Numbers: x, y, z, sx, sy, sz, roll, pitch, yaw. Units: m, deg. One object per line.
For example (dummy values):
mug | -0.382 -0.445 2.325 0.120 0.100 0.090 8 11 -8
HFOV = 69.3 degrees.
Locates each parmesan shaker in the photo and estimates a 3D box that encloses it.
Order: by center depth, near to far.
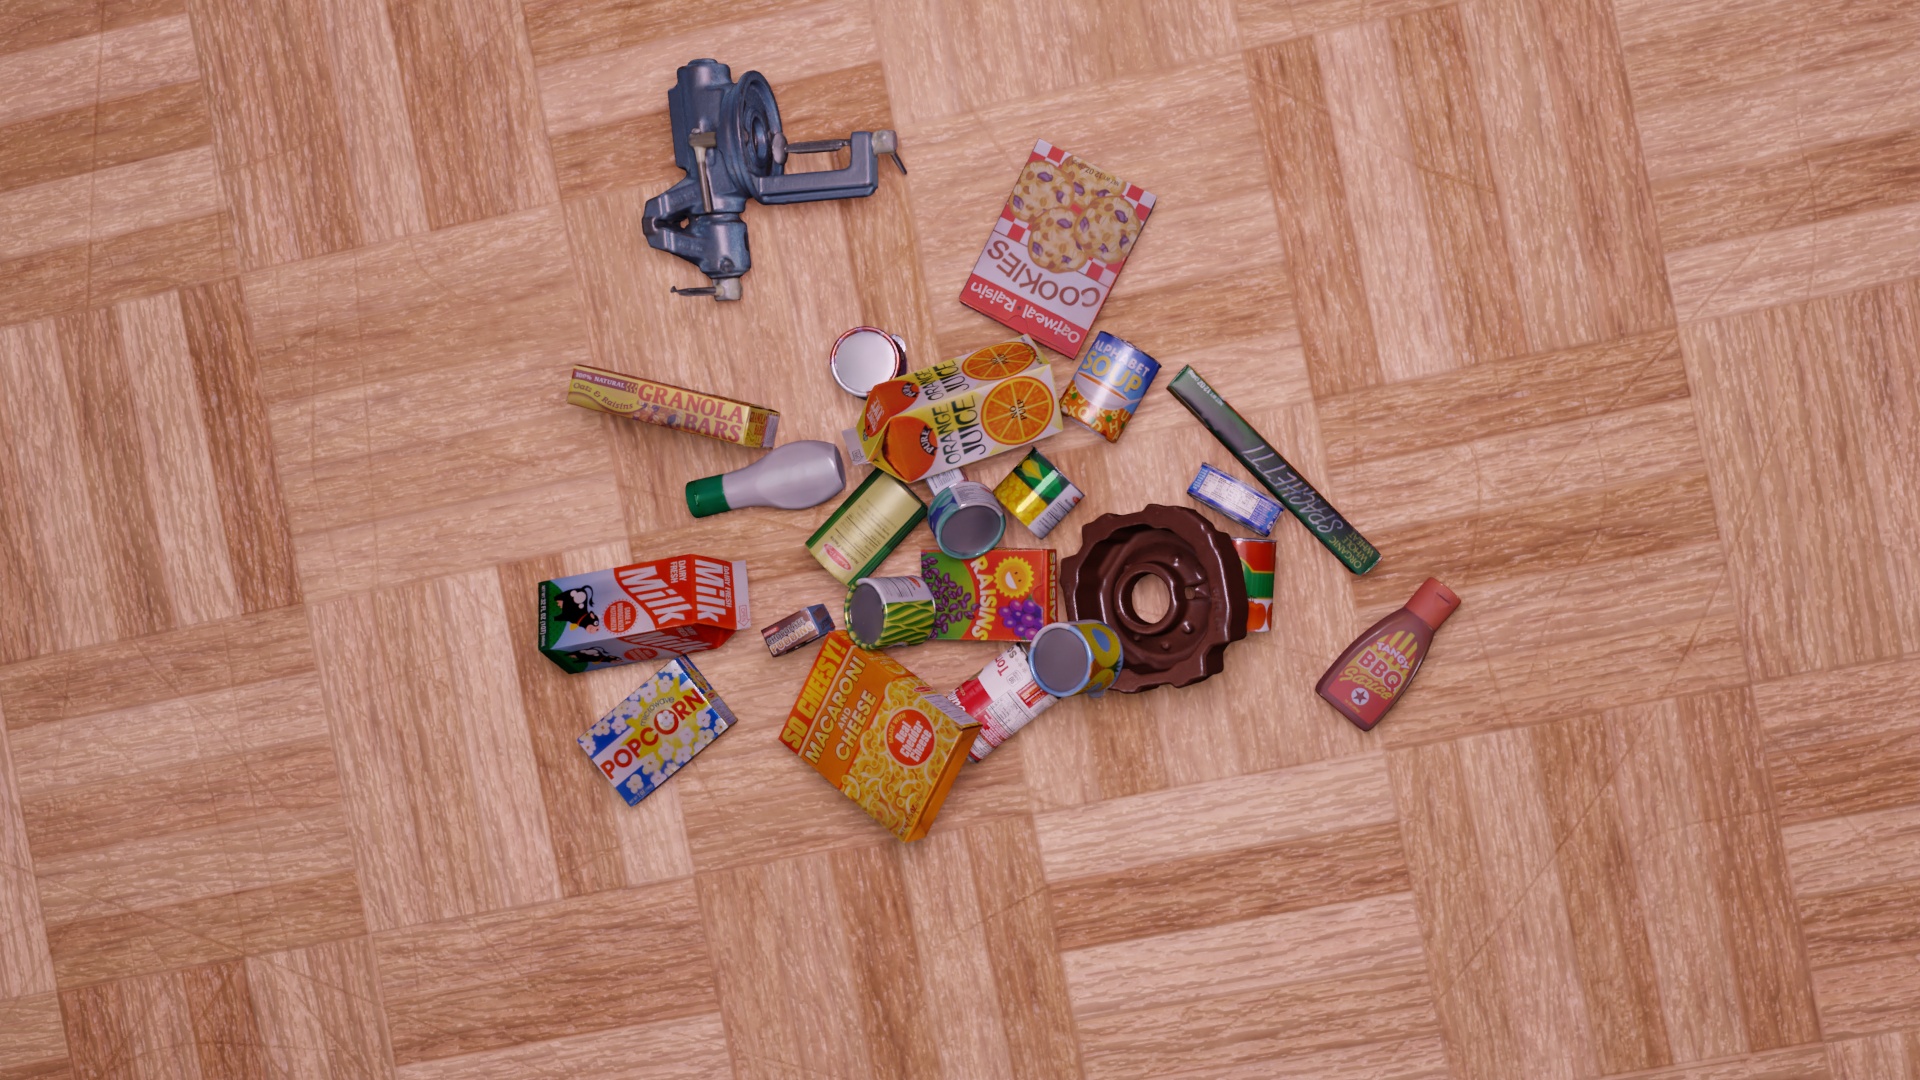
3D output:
parmesan shaker | -0.084 -0.011 1.296 0.071 0.071 0.103 44 93 3

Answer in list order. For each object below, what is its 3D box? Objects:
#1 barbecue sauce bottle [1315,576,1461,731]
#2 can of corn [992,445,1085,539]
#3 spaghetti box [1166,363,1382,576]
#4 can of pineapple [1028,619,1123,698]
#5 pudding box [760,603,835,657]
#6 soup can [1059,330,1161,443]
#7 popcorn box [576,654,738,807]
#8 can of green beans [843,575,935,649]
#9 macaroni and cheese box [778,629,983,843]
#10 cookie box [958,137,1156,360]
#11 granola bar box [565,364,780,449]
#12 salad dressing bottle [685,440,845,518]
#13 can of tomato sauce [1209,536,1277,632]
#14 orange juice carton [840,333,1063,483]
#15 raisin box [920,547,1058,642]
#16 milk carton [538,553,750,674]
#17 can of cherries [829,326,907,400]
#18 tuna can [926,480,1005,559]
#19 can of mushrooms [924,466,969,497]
barbecue sauce bottle | 0.395 0.100 1.269 0.065 0.043 0.148 40 93 4
can of corn | 0.070 -0.045 1.283 0.071 0.071 0.058 44 94 3
spaghetti box | 0.286 -0.064 1.273 0.028 0.050 0.250 -45 87 6
can of pineapple | 0.102 0.105 1.225 0.071 0.058 0.071 0 90 35
pudding box | -0.150 0.083 1.292 0.049 0.084 0.030 -26 88 5
soup can | 0.135 -0.141 1.274 0.071 0.071 0.083 30 93 4
popcorn box | -0.290 0.182 1.327 0.126 0.038 0.085 -40 87 4
can of green beans | -0.066 0.066 1.276 0.071 0.058 0.071 3 93 48
macaroni and cheese box | -0.076 0.176 1.271 0.167 0.040 0.123 33 105 28
cookie box | 0.090 -0.269 1.291 0.123 0.040 0.167 27 93 4
granola bar box | -0.260 -0.123 1.279 0.166 0.124 0.039 14 93 4
salad dressing bottle | -0.185 -0.054 1.315 0.148 0.044 0.064 -12 95 6
can of tomato sauce | 0.251 0.039 1.267 0.071 0.071 0.083 3 92 5
orange juice carton | -0.012 -0.114 1.257 0.193 0.072 0.072 -19 124 -6
raisin box | 0.026 0.049 1.283 0.123 0.040 0.086 0 90 21
milk carton | -0.290 0.066 1.298 0.190 0.073 0.072 -11 65 4
can of cherries | -0.084 -0.167 1.297 0.071 0.058 0.071 0 91 5
tuna can | 0.004 -0.016 1.250 0.071 0.033 0.070 -11 130 -13
can of mushrooms | -0.007 -0.046 1.290 0.033 0.071 0.071 -29 88 4
